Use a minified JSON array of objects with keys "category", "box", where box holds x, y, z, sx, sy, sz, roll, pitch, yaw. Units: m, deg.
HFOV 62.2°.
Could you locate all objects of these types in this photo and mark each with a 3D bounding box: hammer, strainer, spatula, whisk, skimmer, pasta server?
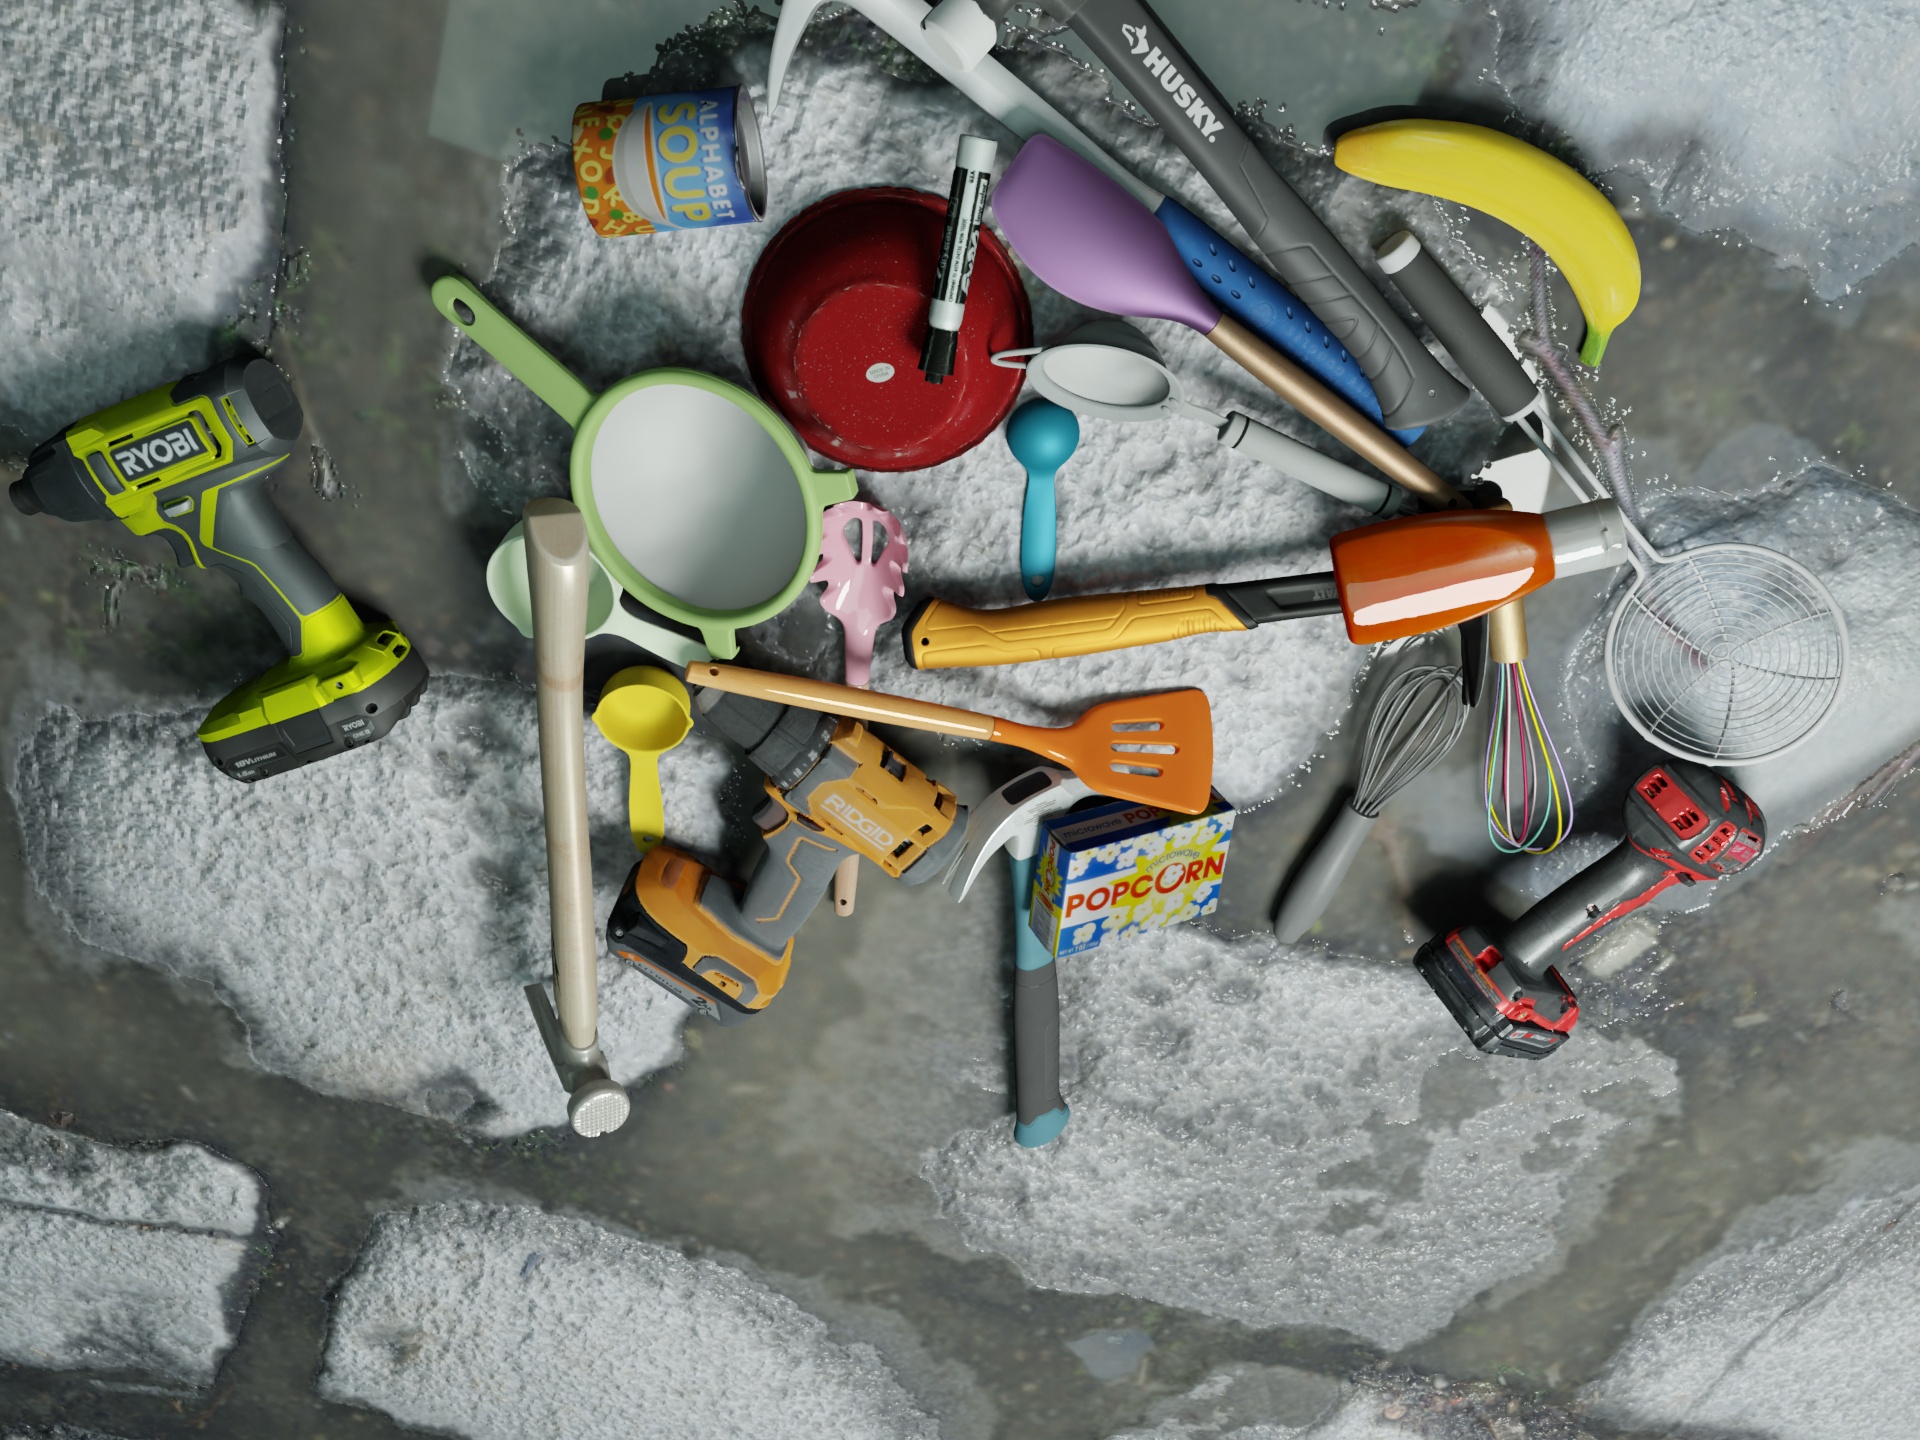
[{"category":"hammer","box":[0.145,-0.269,0.784,0.334,0.035,0.146,42,90,-21]},{"category":"strainer","box":[0.141,-0.163,0.863,0.258,0.087,0.050,23,76,-11]},{"category":"hammer","box":[0.084,-0.263,0.820,0.405,0.035,0.144,33,114,-18]},{"category":"hammer","box":[0.134,-0.055,0.926,0.337,0.034,0.127,-6,95,6]},{"category":"spatula","box":[-0.001,-0.003,0.943,0.322,0.081,0.041,10,160,-19]},{"category":"spatula","box":[0.149,-0.191,0.830,0.315,0.018,0.059,31,104,-18]},{"category":"whisk","box":[0.256,0.058,1.012,0.055,0.055,0.238,17,124,-9]},{"category":"skimmer","box":[0.350,-0.120,0.871,0.127,0.090,0.363,-38,113,23]},{"category":"strainer","box":[-0.176,-0.165,0.883,0.256,0.069,0.151,40,125,-2]},{"category":"pasta server","box":[-0.068,0.002,0.989,0.060,0.040,0.316,9,123,5]},{"category":"hammer","box":[-0.244,0.056,0.974,0.038,0.146,0.410,-10,123,-25]},{"category":"hammer","box":[0.052,0.170,1.076,0.128,0.033,0.330,-19,129,-20]},{"category":"whisk","box":[0.331,-0.020,0.965,0.051,0.047,0.244,-17,116,-2]}]

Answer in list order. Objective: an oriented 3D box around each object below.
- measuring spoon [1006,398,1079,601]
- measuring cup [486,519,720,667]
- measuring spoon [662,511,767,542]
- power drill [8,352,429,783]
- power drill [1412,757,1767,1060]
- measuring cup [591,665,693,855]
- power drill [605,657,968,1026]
[{"category":"measuring spoon","box":[0.046,-0.122,0.918,0.042,0.021,0.128,1,123,1]},{"category":"measuring cup","box":[-0.197,-0.068,0.949,0.167,0.038,0.083,26,127,-18]},{"category":"measuring spoon","box":[-0.170,-0.112,0.936,0.117,0.011,0.021,0,122,3]},{"category":"power drill","box":[-0.428,-0.083,0.928,0.171,0.080,0.223,-18,116,11]},{"category":"power drill","box":[0.410,0.118,1.011,0.143,0.079,0.219,18,122,-47]},{"category":"measuring cup","box":[-0.201,0.027,1.022,0.062,0.029,0.156,3,134,-6]},{"category":"power drill","box":[-0.132,0.074,0.994,0.185,0.084,0.226,38,120,-16]}]
